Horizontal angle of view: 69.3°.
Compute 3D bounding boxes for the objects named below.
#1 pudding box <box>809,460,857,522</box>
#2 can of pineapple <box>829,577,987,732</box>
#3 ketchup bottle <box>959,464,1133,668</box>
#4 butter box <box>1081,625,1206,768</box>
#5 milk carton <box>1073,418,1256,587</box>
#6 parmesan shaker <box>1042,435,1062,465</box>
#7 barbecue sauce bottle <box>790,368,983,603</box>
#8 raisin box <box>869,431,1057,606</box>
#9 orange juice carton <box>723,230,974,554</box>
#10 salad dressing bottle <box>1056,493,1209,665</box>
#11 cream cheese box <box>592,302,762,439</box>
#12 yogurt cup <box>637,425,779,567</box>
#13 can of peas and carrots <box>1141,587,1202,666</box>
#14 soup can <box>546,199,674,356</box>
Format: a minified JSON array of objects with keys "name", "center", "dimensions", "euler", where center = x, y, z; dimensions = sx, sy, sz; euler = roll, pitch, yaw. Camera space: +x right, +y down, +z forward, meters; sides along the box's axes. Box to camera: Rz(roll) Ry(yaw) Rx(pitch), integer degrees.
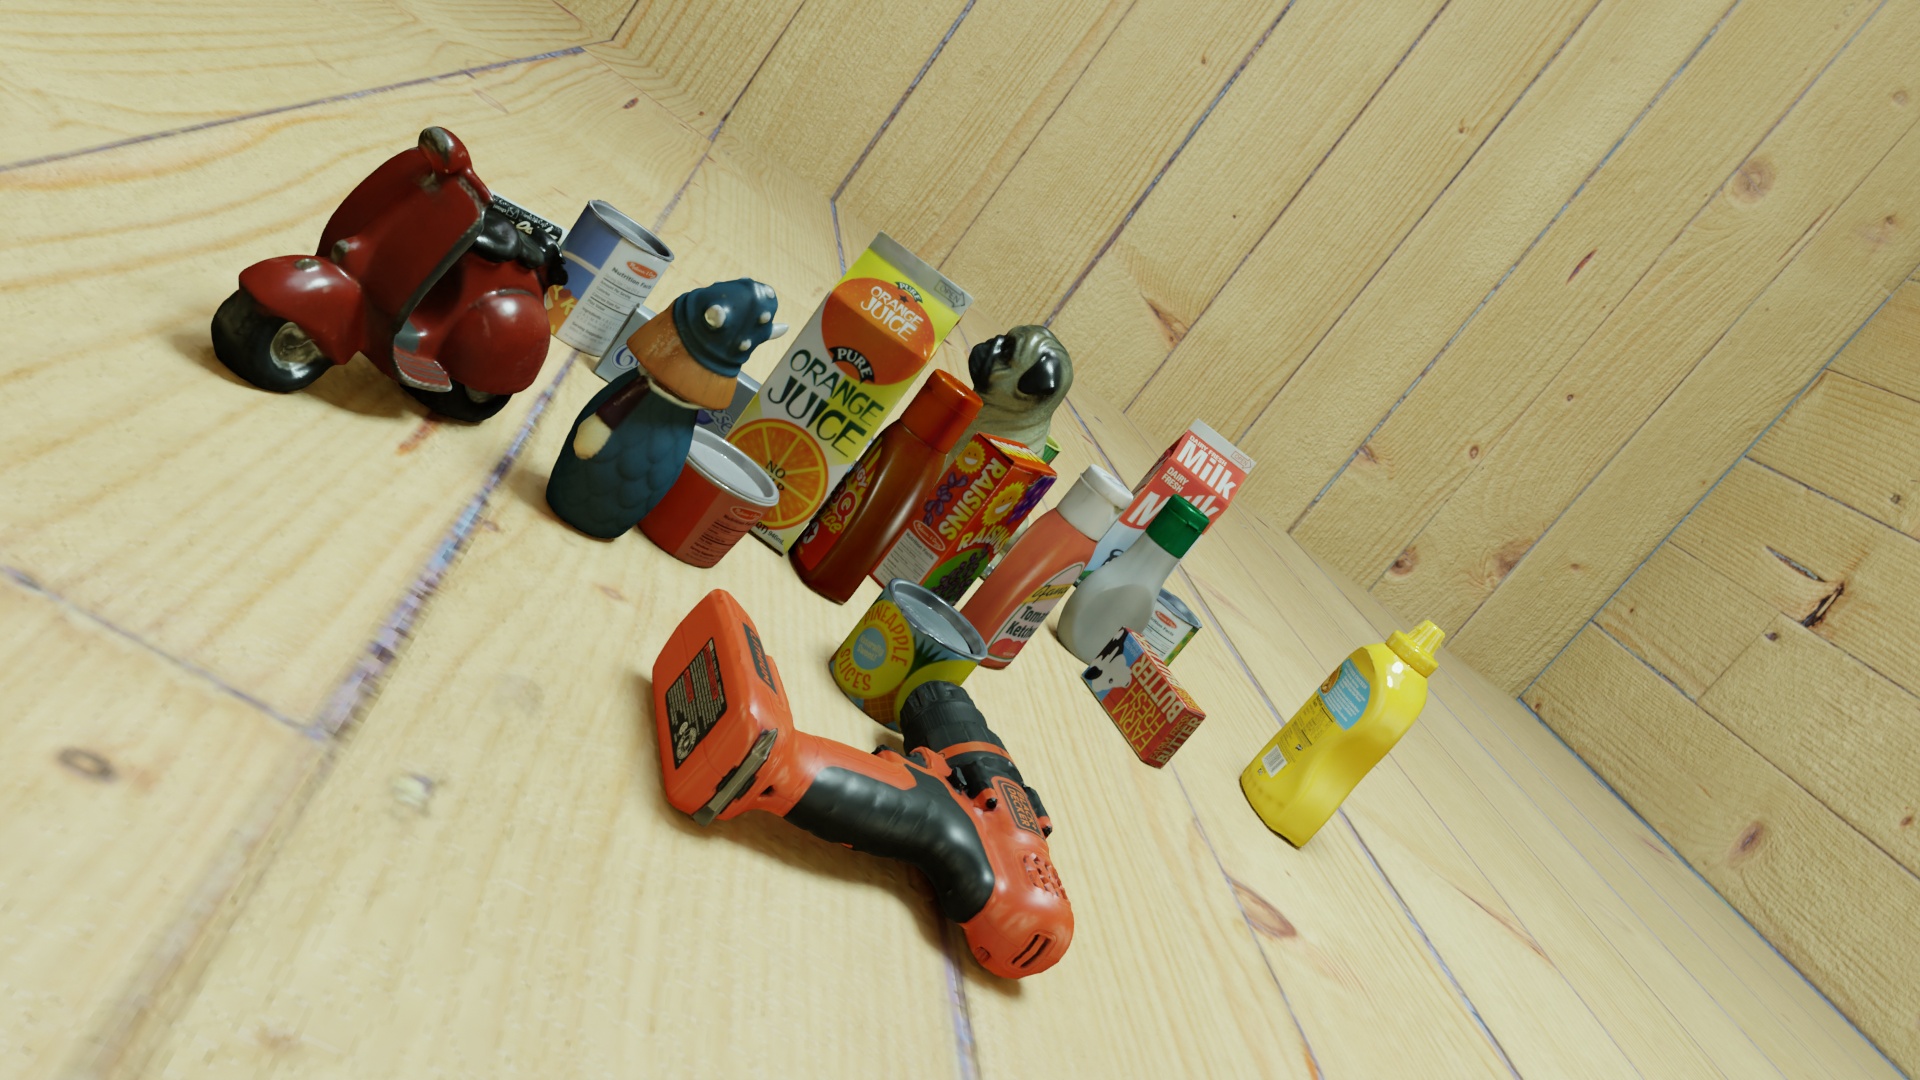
[{"name":"pudding box","center":[-0.087,-0.034,0.944],"dimensions":[0.083,0.049,0.030],"euler":[30,15,-29]},{"name":"can of pineapple","center":[-0.030,0.062,0.751],"dimensions":[0.071,0.057,0.071],"euler":[36,13,-10]},{"name":"ketchup bottle","center":[0.054,0.017,0.923],"dimensions":[0.043,0.148,0.065],"euler":[45,14,27]},{"name":"butter box","center":[0.132,0.113,1.010],"dimensions":[0.024,0.053,0.104],"euler":[29,16,-36]},{"name":"milk carton","center":[0.189,-0.020,1.303],"dimensions":[0.072,0.190,0.073],"euler":[38,13,-1]},{"name":"parmesan shaker","center":[0.031,-0.061,1.222],"dimensions":[0.071,0.103,0.071],"euler":[36,13,-10]},{"name":"barbecue sauce bottle","center":[-0.044,-0.035,0.843],"dimensions":[0.043,0.148,0.065],"euler":[31,14,-26]},{"name":"raisin box","center":[0.003,-0.012,0.942],"dimensions":[0.040,0.123,0.086],"euler":[43,14,20]},{"name":"orange juice carton","center":[-0.077,-0.092,0.853],"dimensions":[0.072,0.192,0.073],"euler":[37,13,-6]},{"name":"salad dressing bottle","center":[0.137,0.031,1.092],"dimensions":[0.064,0.147,0.044],"euler":[32,14,-23]},{"name":"cream cheese box","center":[-0.185,-0.106,0.921],"dimensions":[0.104,0.053,0.024],"euler":[34,13,-15]},{"name":"yogurt cup","center":[-0.141,-0.022,0.755],"dimensions":[0.072,0.054,0.072],"euler":[36,13,-10]},{"name":"can of peas and carrots","center":[0.168,0.076,1.215],"dimensions":[0.071,0.058,0.071],"euler":[36,13,-10]},{"name":"soup can","center":[-0.245,-0.178,0.938],"dimensions":[0.071,0.083,0.071],"euler":[36,13,-10]}]
